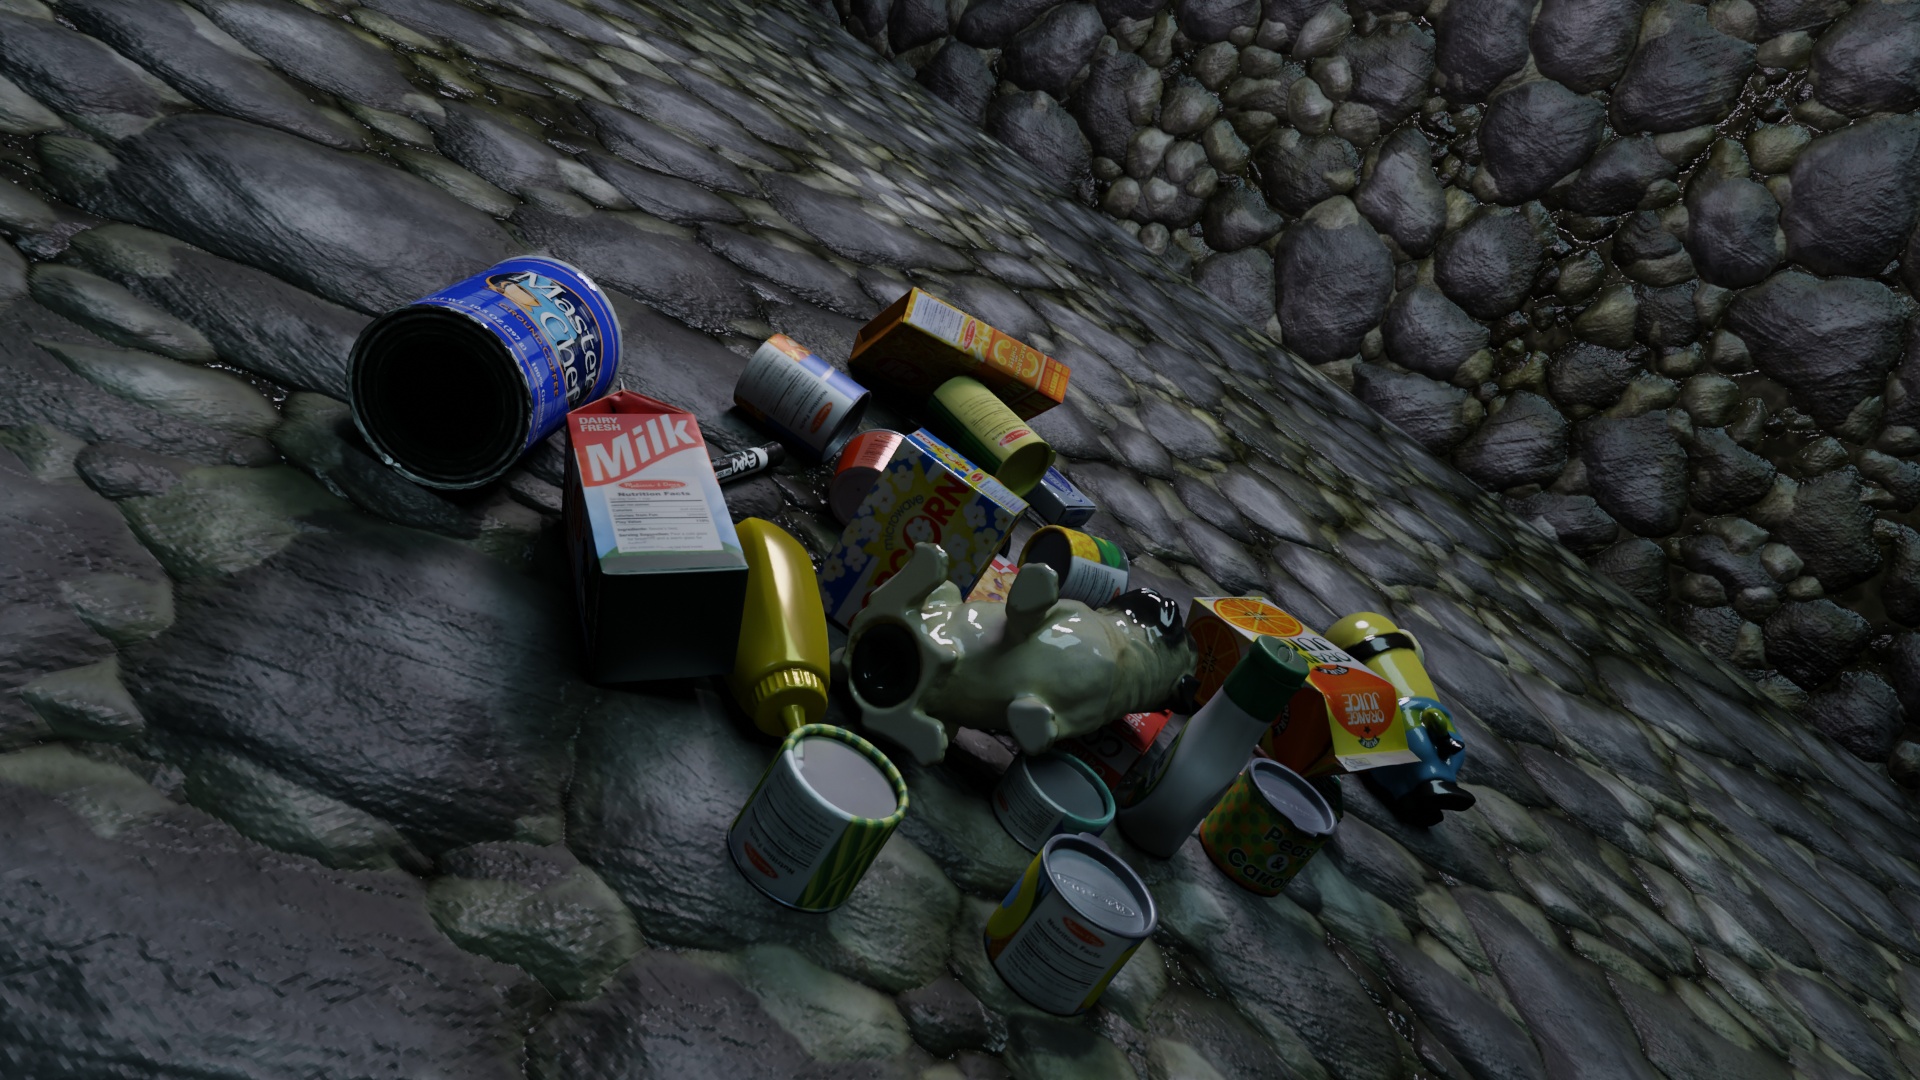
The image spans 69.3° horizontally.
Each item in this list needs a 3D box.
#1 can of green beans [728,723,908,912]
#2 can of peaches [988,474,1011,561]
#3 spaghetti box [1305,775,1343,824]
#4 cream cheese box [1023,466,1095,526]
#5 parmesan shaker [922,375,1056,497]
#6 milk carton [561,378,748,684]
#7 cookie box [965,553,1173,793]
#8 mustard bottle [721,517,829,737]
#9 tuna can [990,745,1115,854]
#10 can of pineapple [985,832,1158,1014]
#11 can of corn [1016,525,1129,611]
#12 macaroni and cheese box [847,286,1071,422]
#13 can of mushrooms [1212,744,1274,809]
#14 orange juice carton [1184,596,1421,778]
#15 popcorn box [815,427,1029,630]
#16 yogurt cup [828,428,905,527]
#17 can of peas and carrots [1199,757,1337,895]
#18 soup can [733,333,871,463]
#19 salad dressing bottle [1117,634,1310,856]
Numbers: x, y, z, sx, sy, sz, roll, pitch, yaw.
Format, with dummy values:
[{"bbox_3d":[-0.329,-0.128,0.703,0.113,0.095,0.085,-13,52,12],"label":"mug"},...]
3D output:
[{"bbox_3d":[-0.065,0.128,0.646,0.071,0.057,0.071,28,22,-12],"label":"can of green beans"},{"bbox_3d":[0.004,-0.013,1.026,0.071,0.071,0.058,30,22,-7],"label":"can of peaches"},{"bbox_3d":[0.266,0.153,1.082,0.050,0.028,0.251,33,22,1],"label":"spaghetti box"},{"bbox_3d":[0.071,-0.053,1.256,0.104,0.024,0.053,45,25,27],"label":"cream cheese box"},{"bbox_3d":[0.024,-0.090,1.212,0.071,0.071,0.103,4,35,-51],"label":"parmesan shaker"},{"bbox_3d":[-0.173,-0.012,0.751,0.073,0.072,0.191,-2,36,-22],"label":"milk carton"},{"bbox_3d":[0.061,0.084,0.934,0.167,0.040,0.123,37,22,10],"label":"cookie box"},{"bbox_3d":[-0.101,0.057,0.745,0.049,0.065,0.161,28,26,-37],"label":"mustard bottle"},{"bbox_3d":[0.055,0.150,0.797,0.071,0.032,0.071,28,23,-12],"label":"tuna can"},{"bbox_3d":[0.054,0.188,0.683,0.071,0.057,0.071,28,22,-12],"label":"can of pineapple"},{"bbox_3d":[0.083,0.025,1.056,0.058,0.071,0.071,16,27,-36],"label":"can of corn"},{"bbox_3d":[-0.002,-0.160,1.267,0.166,0.040,0.123,24,-20,-22],"label":"macaroni and cheese box"},{"bbox_3d":[0.187,0.160,0.954,0.071,0.033,0.071,29,21,-12],"label":"can of mushrooms"},{"bbox_3d":[0.242,0.113,1.006,0.072,0.072,0.193,1,23,-30],"label":"orange juice carton"},{"bbox_3d":[-0.028,0.007,0.859,0.085,0.126,0.038,36,17,7],"label":"popcorn box"},{"bbox_3d":[-0.061,-0.040,0.999,0.072,0.072,0.054,31,30,-4],"label":"yogurt cup"},{"bbox_3d":[0.196,0.184,0.883,0.071,0.058,0.071,28,23,-13],"label":"can of peas and carrots"},{"bbox_3d":[-0.120,-0.109,1.061,0.084,0.071,0.071,34,22,4],"label":"soup can"},{"bbox_3d":[0.151,0.123,0.831,0.044,0.147,0.064,36,21,9],"label":"salad dressing bottle"}]
